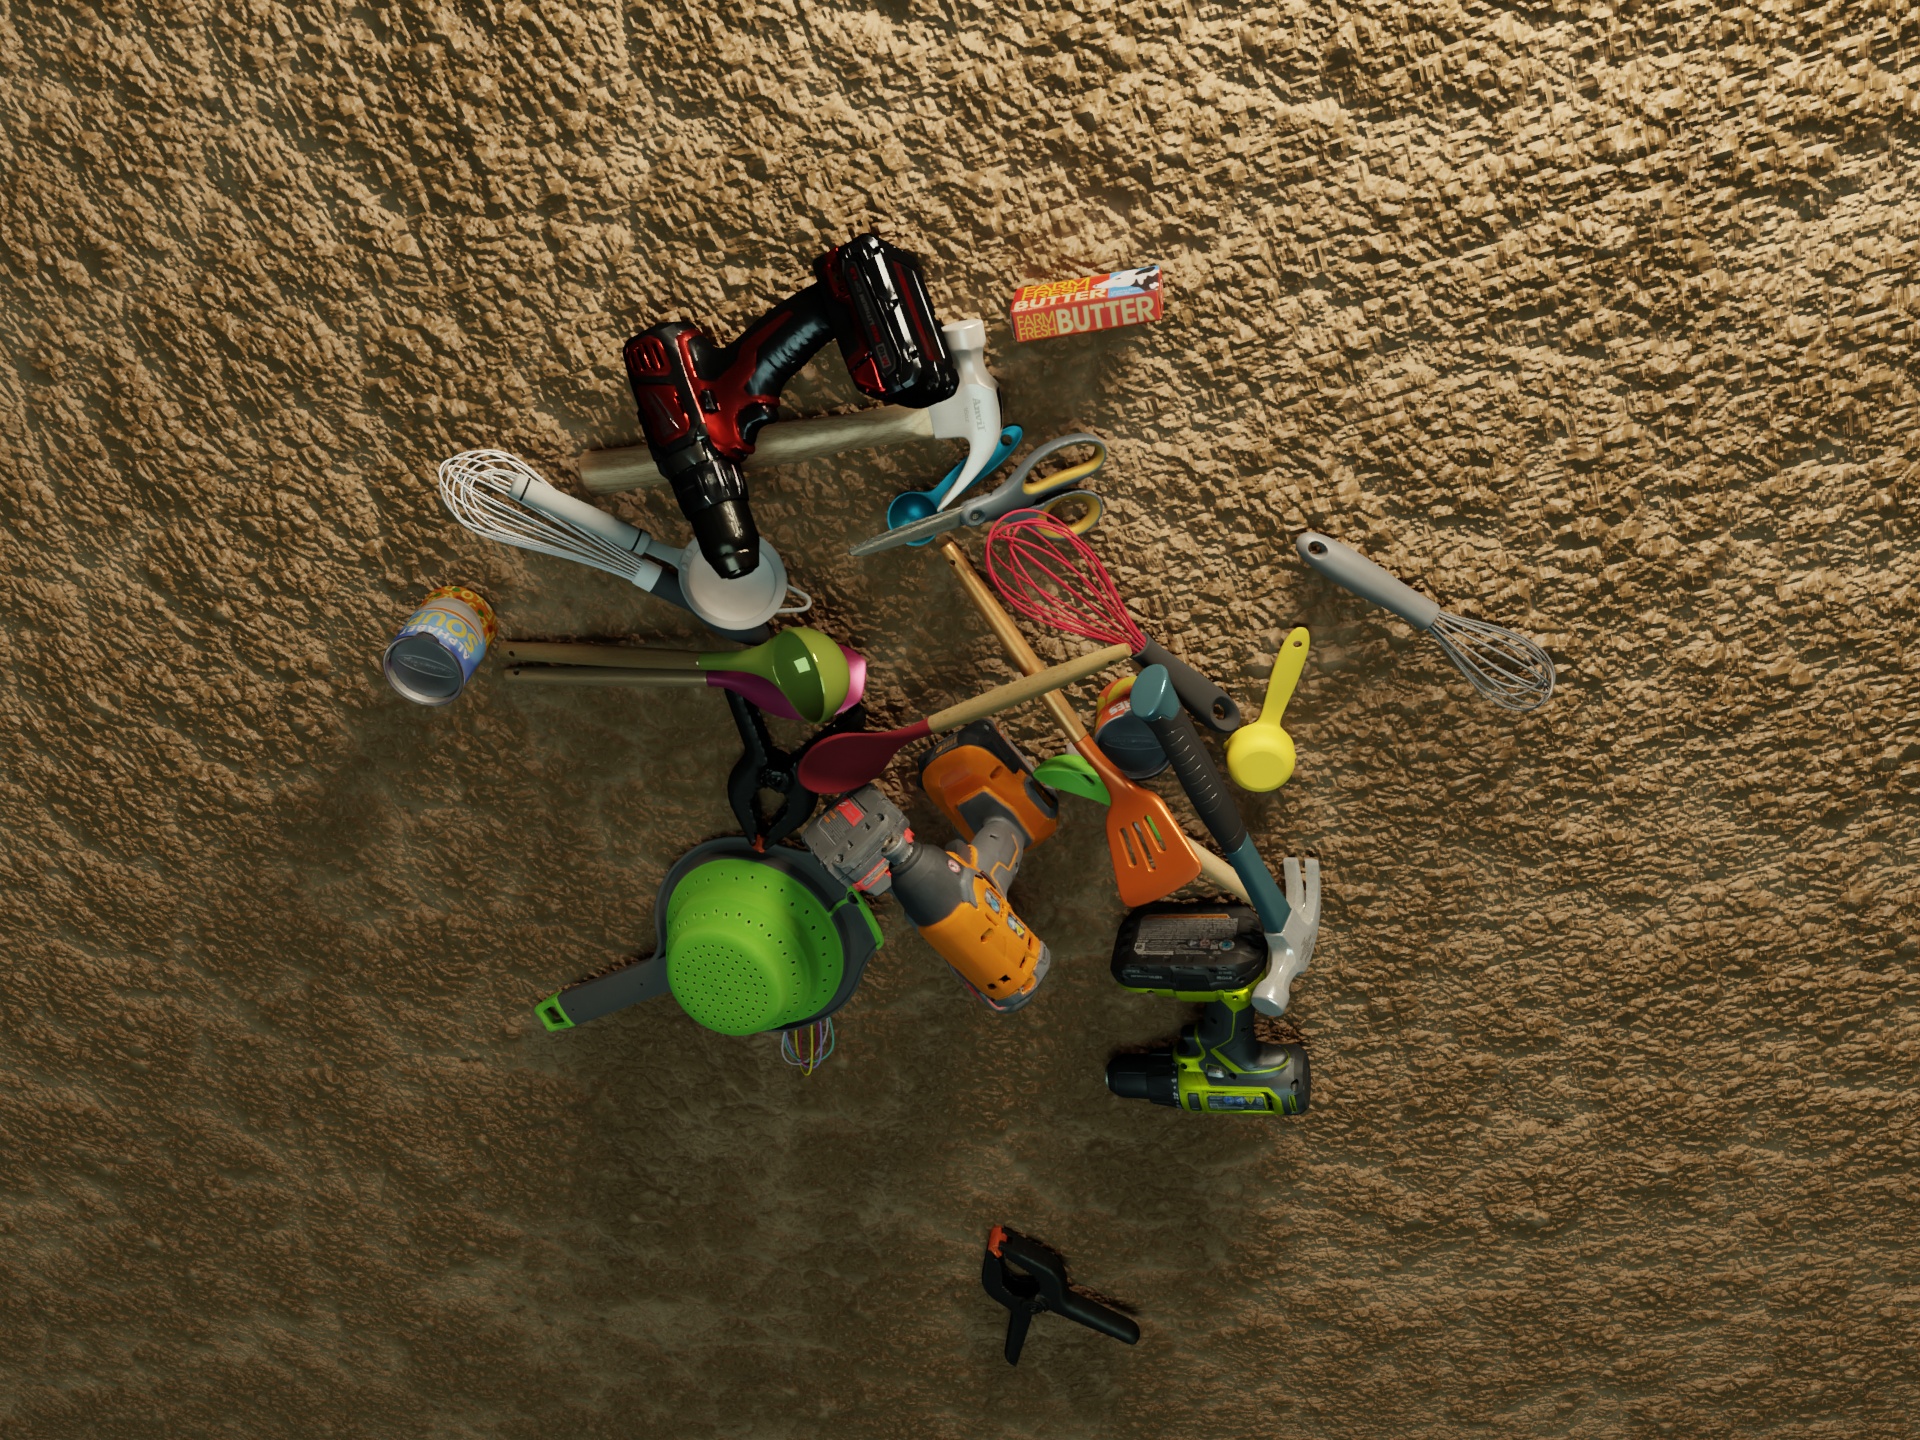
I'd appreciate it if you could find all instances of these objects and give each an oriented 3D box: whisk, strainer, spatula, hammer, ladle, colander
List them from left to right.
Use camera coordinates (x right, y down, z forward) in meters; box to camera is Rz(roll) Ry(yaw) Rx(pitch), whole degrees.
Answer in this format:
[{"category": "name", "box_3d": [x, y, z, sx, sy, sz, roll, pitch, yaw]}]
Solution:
[{"category": "whisk", "box_3d": [-0.276, -0.131, 1.254, 0.284, 0.070, 0.070, 28, 123, -19]}, {"category": "strainer", "box_3d": [-0.239, -0.135, 1.224, 0.258, 0.087, 0.050, 24, 156, -20]}, {"category": "ladle", "box_3d": [-0.237, -0.044, 1.280, 0.320, 0.062, 0.078, 4, 118, 17]}, {"category": "colander", "box_3d": [-0.263, 0.242, 1.464, 0.397, 0.094, 0.204, -23, 106, 27]}, {"category": "hammer", "box_3d": [-0.129, -0.205, 1.188, 0.331, 0.031, 0.130, -7, 113, 14]}, {"category": "whisk", "box_3d": [-0.141, 0.240, 1.498, 0.051, 0.047, 0.244, 8, 122, 3]}, {"category": "ladle", "box_3d": [-0.002, -0.004, 1.257, 0.315, 0.031, 0.069, -21, 142, 31]}, {"category": "spatula", "box_3d": [0.077, -0.002, 1.246, 0.081, 0.041, 0.322, -32, 96, 35]}, {"category": "whisk", "box_3d": [0.123, -0.068, 1.222, 0.073, 0.073, 0.295, -36, 128, 27]}, {"category": "hammer", "box_3d": [0.216, 0.089, 1.284, 0.033, 0.128, 0.330, 0, 135, 41]}, {"category": "whisk", "box_3d": [0.355, -0.077, 1.215, 0.239, 0.055, 0.055, 30, 123, -8]}]

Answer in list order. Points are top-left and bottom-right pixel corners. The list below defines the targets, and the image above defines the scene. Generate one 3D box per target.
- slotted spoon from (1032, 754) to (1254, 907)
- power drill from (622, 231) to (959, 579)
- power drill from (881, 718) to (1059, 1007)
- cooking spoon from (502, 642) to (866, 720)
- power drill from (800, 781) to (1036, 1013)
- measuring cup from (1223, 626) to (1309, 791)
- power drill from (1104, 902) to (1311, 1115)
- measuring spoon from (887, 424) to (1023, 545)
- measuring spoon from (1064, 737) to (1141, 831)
[{"category": "slotted spoon", "box_3d": [0.189, 0.108, 1.359, 0.313, 0.031, 0.070, 34, 156, -24]}, {"category": "power drill", "box_3d": [-0.119, -0.218, 1.116, 0.226, 0.080, 0.188, -20, 88, 21]}, {"category": "power drill", "box_3d": [0.007, 0.099, 1.267, 0.084, 0.227, 0.164, -31, 115, 25]}, {"category": "cooking spoon", "box_3d": [-0.232, -0.036, 1.315, 0.319, 0.069, 0.017, 1, 163, 14]}, {"category": "power drill", "box_3d": [-0.031, 0.154, 1.373, 0.078, 0.143, 0.219, -45, 110, -4]}, {"category": "measuring cup", "box_3d": [0.255, -0.005, 1.283, 0.062, 0.029, 0.156, 10, 128, 0]}, {"category": "power drill", "box_3d": [0.211, 0.275, 1.455, 0.190, 0.080, 0.228, -3, 128, 20]}, {"category": "measuring spoon", "box_3d": [-0.002, -0.182, 1.207, 0.128, 0.021, 0.042, -38, 99, 18]}, {"category": "measuring spoon", "box_3d": [0.132, 0.062, 1.354, 0.034, 0.018, 0.124, -31, 116, 25]}]
